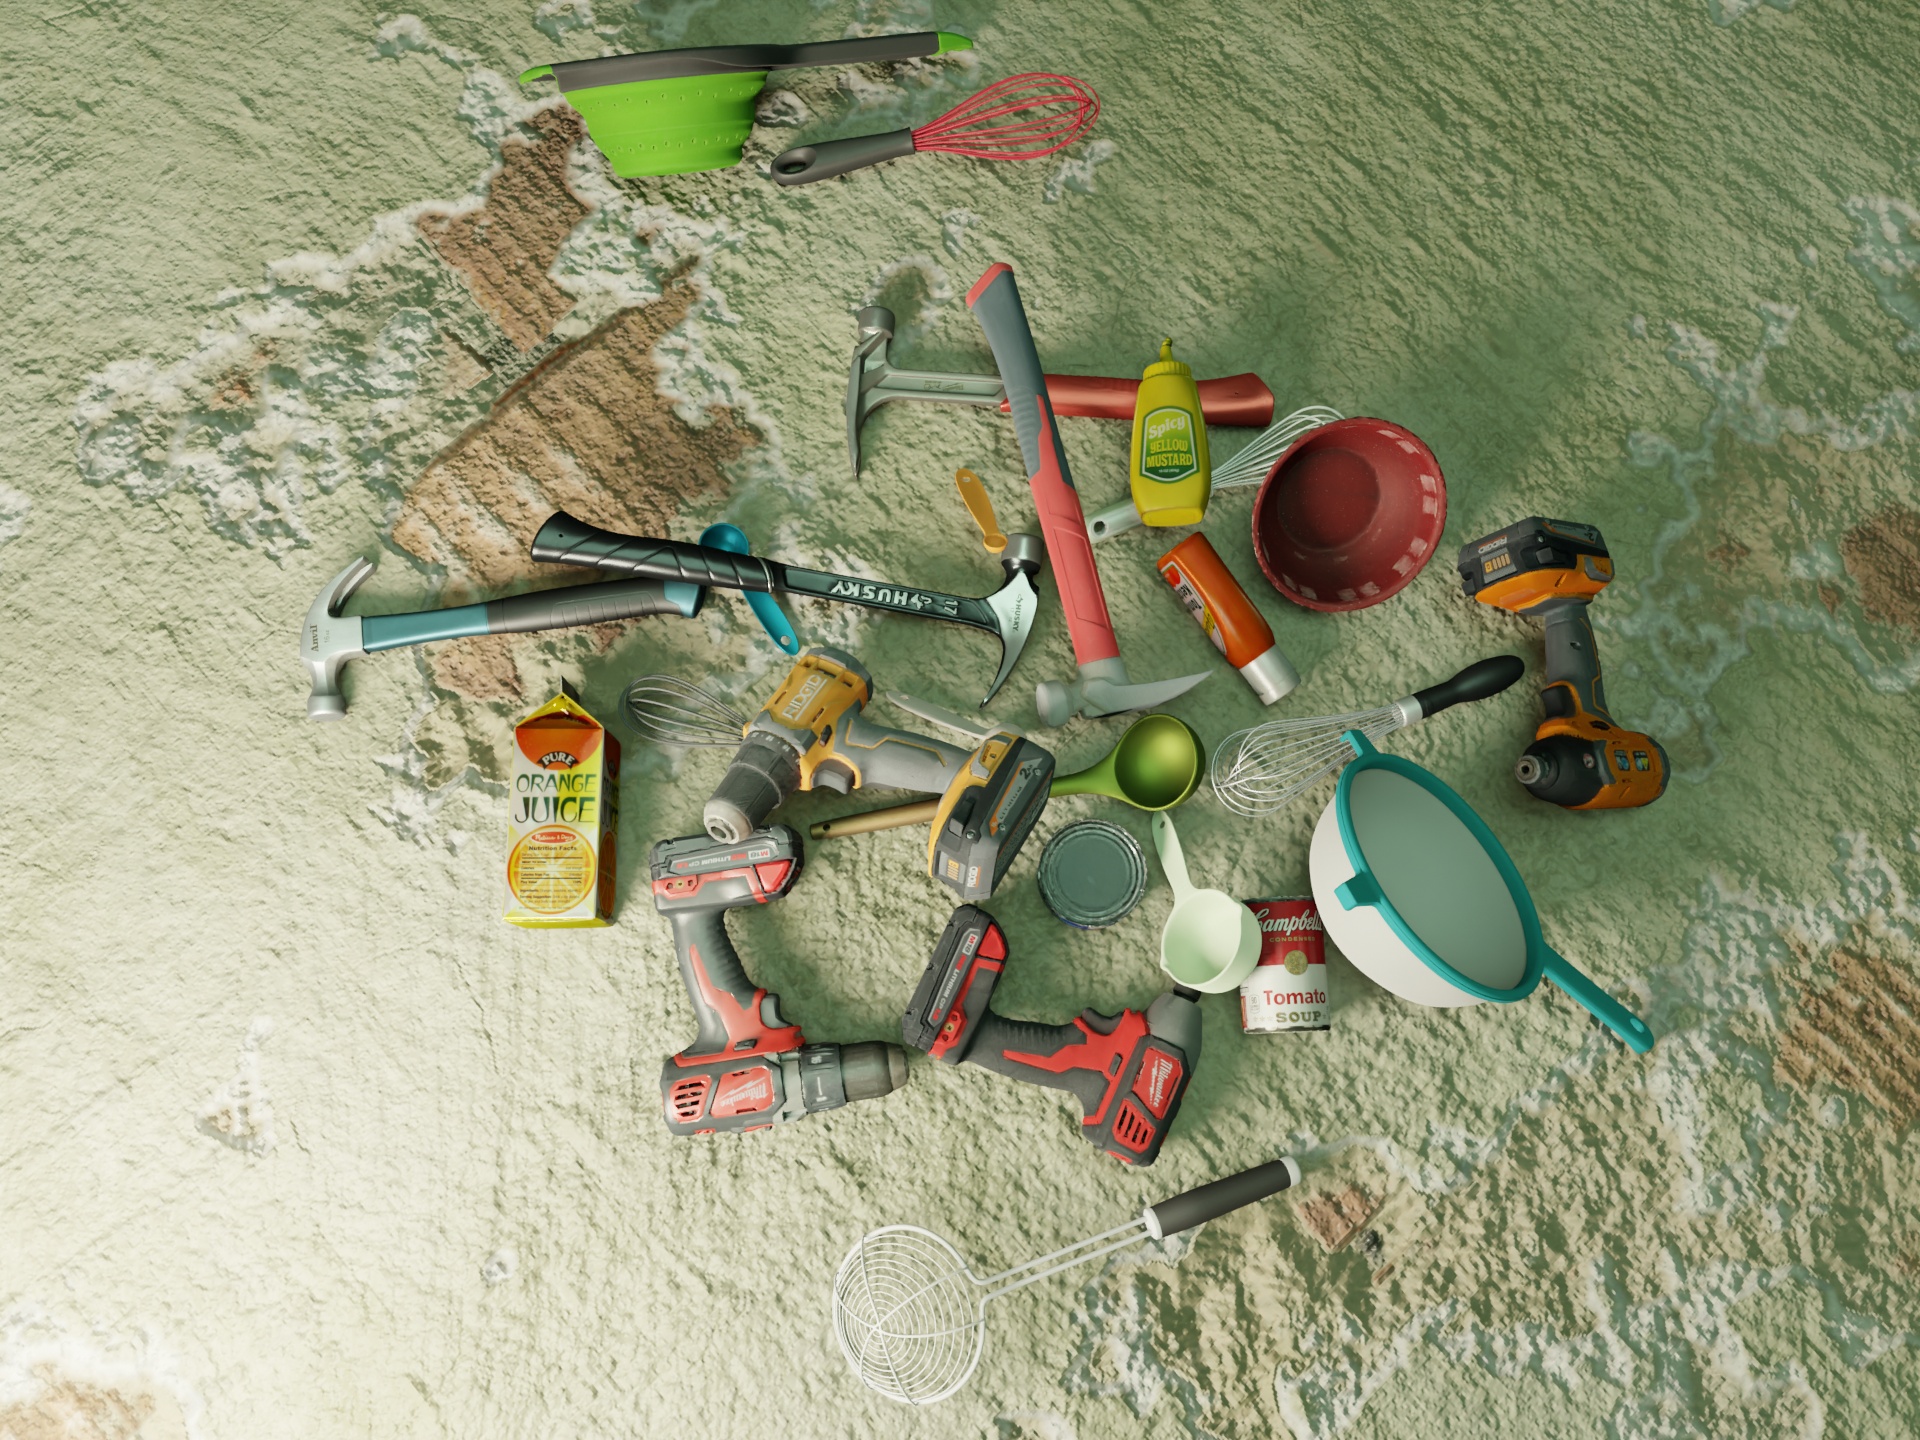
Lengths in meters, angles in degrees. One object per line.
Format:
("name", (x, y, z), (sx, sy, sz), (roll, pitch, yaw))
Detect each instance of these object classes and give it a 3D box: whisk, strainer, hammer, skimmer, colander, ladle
("whisk", (-0.159, 0.013, 1.280), (0.239, 0.055, 0.055), (17, 77, -1))
("strainer", (0.384, 0.172, 1.220), (0.340, 0.095, 0.211), (37, 37, -14))
("hammer", (-0.140, -0.109, 1.288), (0.409, 0.036, 0.149), (9, 77, -5))
("hammer", (0.084, -0.267, 1.348), (0.359, 0.036, 0.149), (4, 77, 1))
("skimmer", (0.082, 0.400, 1.198), (0.363, 0.090, 0.127), (-16, 74, -14))
("colander", (-0.171, -0.533, 1.377), (0.397, 0.205, 0.094), (-14, 112, -19))
("whisk", (0.331, 0.005, 1.280), (0.284, 0.070, 0.070), (-21, 78, -10))
("ladle", (0.036, 0.057, 1.264), (0.320, 0.062, 0.078), (-11, 71, 0))
("hammer", (-0.372, -0.085, 1.304), (0.331, 0.033, 0.128), (-8, 78, -3))
("whisk", (0.214, -0.201, 1.331), (0.246, 0.059, 0.057), (-22, 106, -1))
("hammer", (0.090, -0.193, 1.295), (0.143, 0.038, 0.386), (-12, 81, -12))
("whisk", (-0.023, -0.513, 1.396), (0.296, 0.073, 0.073), (-11, 77, 3))

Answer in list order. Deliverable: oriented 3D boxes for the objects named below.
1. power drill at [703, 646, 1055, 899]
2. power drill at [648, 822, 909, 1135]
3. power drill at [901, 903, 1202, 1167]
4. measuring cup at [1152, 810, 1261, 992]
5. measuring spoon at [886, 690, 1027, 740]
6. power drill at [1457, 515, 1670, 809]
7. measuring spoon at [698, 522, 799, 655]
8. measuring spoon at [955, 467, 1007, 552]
("power drill", (-0.065, 0.052, 1.196), (0.226, 0.084, 0.185), (24, 52, 14))
("power drill", (-0.144, 0.197, 1.221), (0.188, 0.080, 0.227), (-8, 80, -2))
("power drill", (0.075, 0.231, 1.215), (0.219, 0.078, 0.143), (26, 78, 3))
("measuring cup", (0.185, 0.138, 1.236), (0.083, 0.038, 0.168), (-42, 40, 26))
("measuring spoon", (-0.002, -0.004, 1.289), (0.124, 0.034, 0.018), (22, 122, 8))
("power drill", (0.466, -0.040, 1.245), (0.164, 0.084, 0.227), (0, 73, -39))
("measuring spoon", (-0.174, -0.106, 1.322), (0.042, 0.021, 0.128), (-33, 88, -19))
("measuring spoon", (0.016, -0.173, 1.312), (0.021, 0.011, 0.117), (-9, 44, -12))
